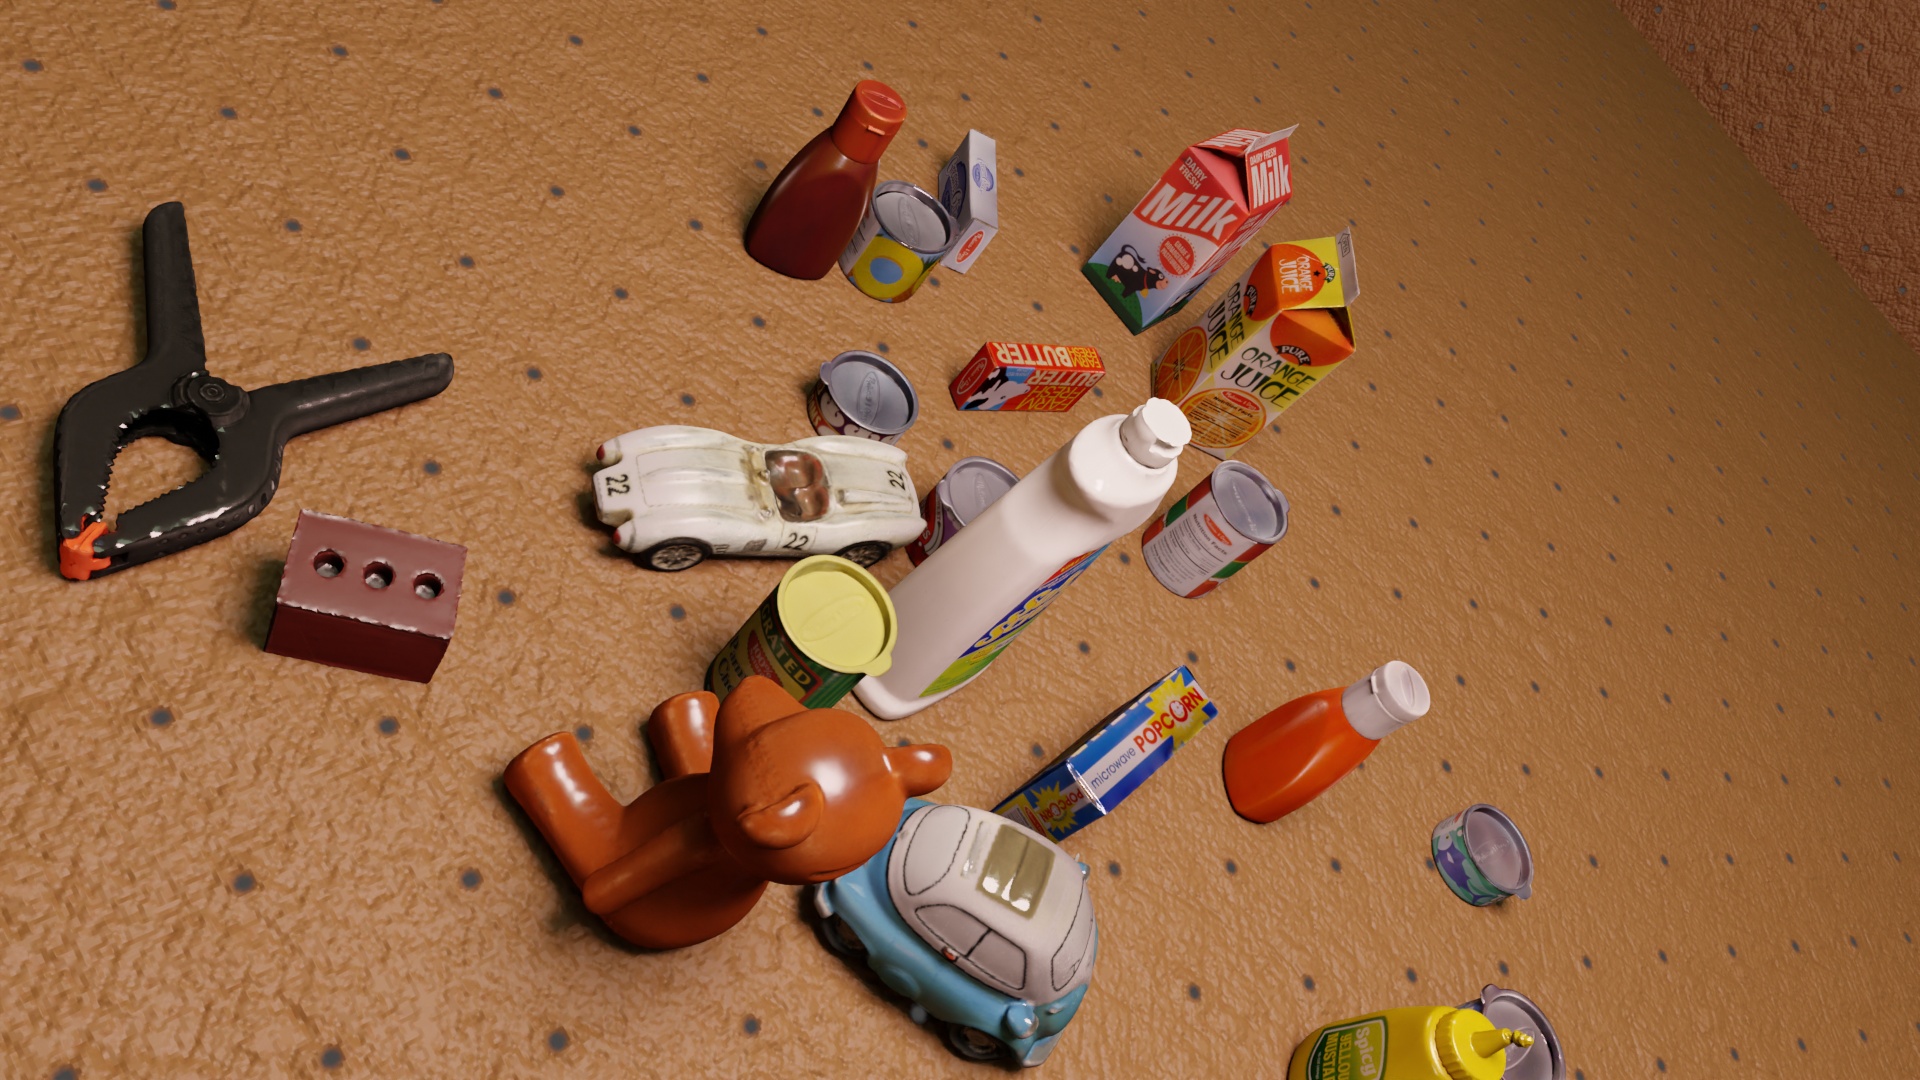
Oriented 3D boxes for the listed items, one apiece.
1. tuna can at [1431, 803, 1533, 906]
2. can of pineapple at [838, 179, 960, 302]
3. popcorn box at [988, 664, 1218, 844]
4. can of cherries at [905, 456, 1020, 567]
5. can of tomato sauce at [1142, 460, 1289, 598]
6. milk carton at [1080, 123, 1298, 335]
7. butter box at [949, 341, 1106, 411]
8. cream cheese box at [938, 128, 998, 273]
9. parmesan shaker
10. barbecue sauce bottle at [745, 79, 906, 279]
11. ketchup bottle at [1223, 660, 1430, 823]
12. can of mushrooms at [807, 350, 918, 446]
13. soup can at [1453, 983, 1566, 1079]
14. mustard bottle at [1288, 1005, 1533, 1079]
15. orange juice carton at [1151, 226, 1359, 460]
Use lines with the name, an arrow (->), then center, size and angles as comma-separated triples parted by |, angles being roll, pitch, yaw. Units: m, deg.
tuna can -> 0.370, 0.225, 0.982 | 0.071, 0.032, 0.071 | 18, 51, -24
can of pineapple -> -0.045, -0.210, 0.985 | 0.071, 0.057, 0.071 | 18, 51, -24
popcorn box -> 0.084, 0.130, 0.813 | 0.127, 0.084, 0.038 | -30, 79, -44
can of cherries -> 0.003, -0.011, 0.876 | 0.071, 0.058, 0.072 | 18, 51, -24
can of tomato sauce -> 0.179, -0.007, 0.979 | 0.071, 0.082, 0.071 | 18, 51, -24
milk carton -> 0.186, -0.252, 1.082 | 0.073, 0.189, 0.073 | 52, 45, 7
butter box -> 0.048, -0.115, 0.985 | 0.104, 0.053, 0.024 | -3, 62, -36
cream cheese box -> 0.005, -0.259, 1.057 | 0.024, 0.053, 0.104 | 18, 51, -24
parmesan shaker -> -0.085, 0.063, 0.730 | 0.071, 0.102, 0.071 | 18, 51, -24
barbecue sauce bottle -> -0.085, -0.235, 0.910 | 0.065, 0.147, 0.044 | 16, 52, -26
ketchup bottle -> 0.228, 0.123, 0.873 | 0.043, 0.148, 0.065 | 22, 50, -22
can of mushrooms -> -0.065, -0.089, 0.901 | 0.071, 0.033, 0.071 | 18, 51, -24
soup can -> 0.308, 0.313, 0.840 | 0.071, 0.083, 0.072 | 18, 51, -24
mustard bottle -> 0.247, 0.287, 0.762 | 0.049, 0.159, 0.066 | 30, 47, -14
orange juice carton -> 0.227, -0.149, 1.036 | 0.073, 0.191, 0.072 | 22, 49, -21
